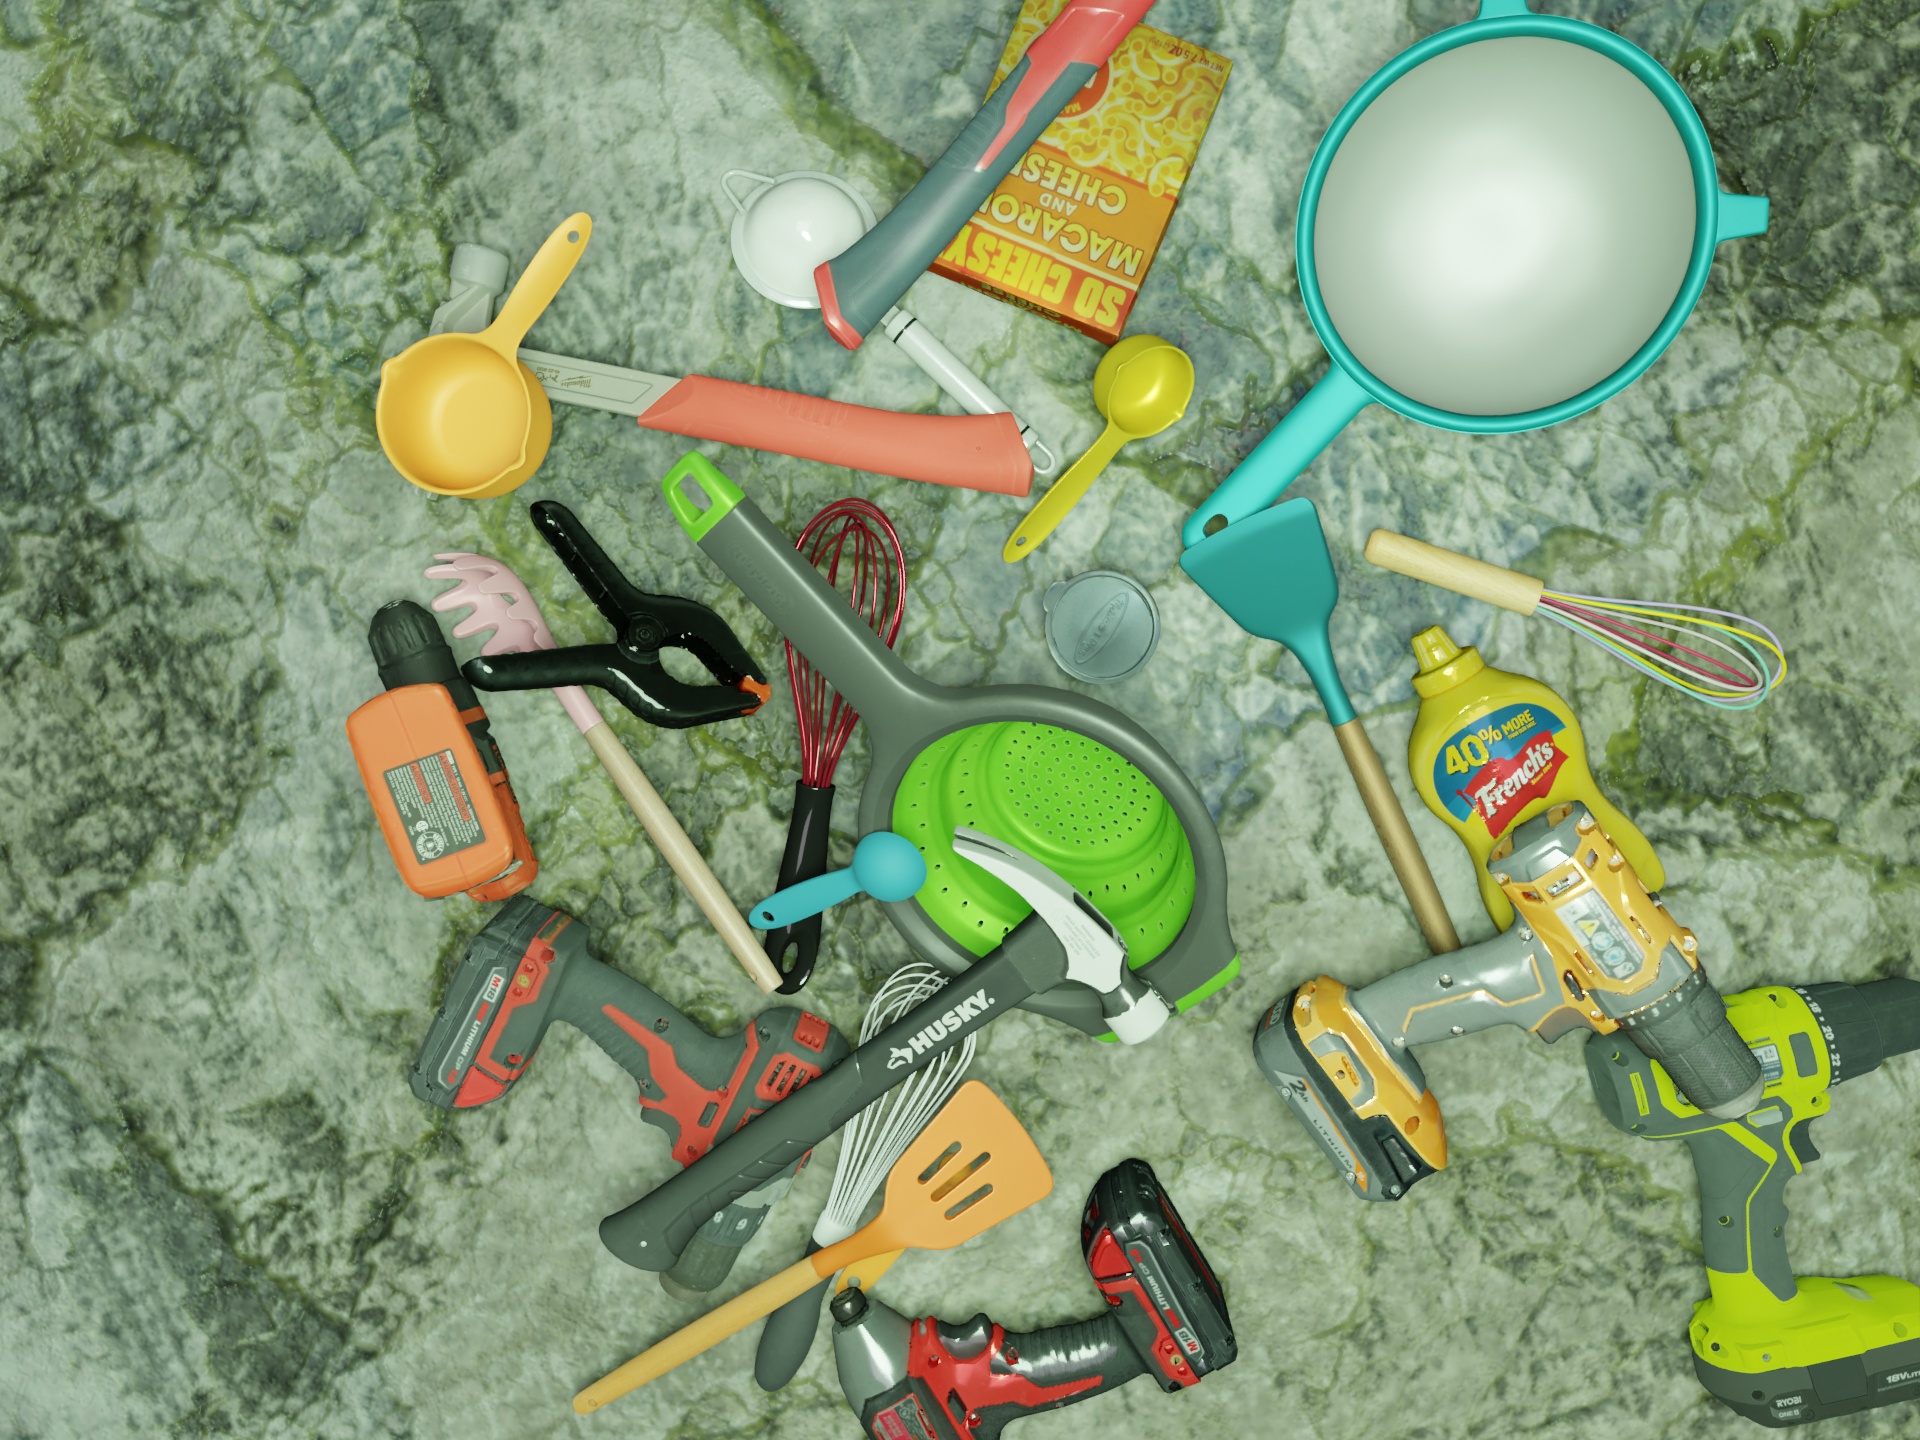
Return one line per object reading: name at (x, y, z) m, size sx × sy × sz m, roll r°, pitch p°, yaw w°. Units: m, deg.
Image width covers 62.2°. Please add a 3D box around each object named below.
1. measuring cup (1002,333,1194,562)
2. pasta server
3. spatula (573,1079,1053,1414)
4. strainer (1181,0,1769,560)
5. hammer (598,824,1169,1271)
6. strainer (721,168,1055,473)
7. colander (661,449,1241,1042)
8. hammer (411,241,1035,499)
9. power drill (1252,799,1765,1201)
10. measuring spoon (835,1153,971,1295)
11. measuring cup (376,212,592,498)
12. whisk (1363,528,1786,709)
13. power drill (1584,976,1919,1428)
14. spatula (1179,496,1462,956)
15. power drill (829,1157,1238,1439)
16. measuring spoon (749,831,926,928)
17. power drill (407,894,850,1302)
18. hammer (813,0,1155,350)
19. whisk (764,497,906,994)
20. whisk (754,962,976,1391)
measuring cup at (0.071, -0.157, 0.921) m, size 0.062 × 0.029 × 0.156 m, roll 26°, pitch 112°, yaw -43°
pasta server at (-0.203, 0.030, 0.923) m, size 0.040 × 0.060 × 0.316 m, roll -34°, pitch 88°, yaw -39°
spatula at (-0.097, 0.319, 0.913) m, size 0.322 × 0.041 × 0.081 m, roll -34°, pitch 97°, yaw 15°
strainer at (0.251, -0.222, 0.892) m, size 0.211 × 0.095 × 0.340 m, roll 43°, pitch 110°, yaw 1°
hammer at (-0.064, 0.194, 0.859) m, size 0.335 × 0.035 × 0.146 m, roll -37°, pitch 100°, yaw 11°
strainer at (-0.039, -0.235, 0.918) m, size 0.258 × 0.050 × 0.087 m, roll 43°, pitch 79°, yaw -4°
colander at (-0.001, -0.003, 0.868) m, size 0.204 × 0.094 × 0.397 m, roll -36°, pitch 101°, yaw 33°
hammer at (-0.136, -0.168, 0.914) m, size 0.359 × 0.036 × 0.149 m, roll 12°, pitch 93°, yaw 5°
power drill at (0.301, 0.177, 0.874) m, size 0.226 × 0.084 × 0.185 m, roll -38°, pitch 88°, yaw 21°
measuring spoon at (-0.036, 0.307, 0.956) m, size 0.021 × 0.011 × 0.117 m, roll 42°, pitch 93°, yaw -1°
measuring cup at (-0.248, -0.201, 0.882) m, size 0.095 × 0.052 × 0.173 m, roll 35°, pitch 93°, yaw 4°
whisk at (0.350, -0.060, 0.914) m, size 0.245 × 0.047 × 0.051 m, roll 19°, pitch 81°, yaw 5°
power drill at (0.481, 0.264, 0.907) m, size 0.190 × 0.080 × 0.228 m, roll -14°, pitch 90°, yaw 3°
spatula at (0.230, 0.027, 0.919) m, size 0.082 × 0.044 × 0.317 m, roll -24°, pitch 94°, yaw 21°
power drill at (0.036, 0.355, 0.923) m, size 0.219 × 0.078 × 0.143 m, roll -30°, pitch 95°, yaw 5°
measuring spoon at (-0.074, 0.099, 0.885) m, size 0.128 × 0.021 × 0.042 m, roll -25°, pitch 107°, yaw 32°
power drill at (-0.197, 0.222, 0.926) m, size 0.226 × 0.080 × 0.188 m, roll 26°, pitch 101°, yaw -4°
hammer at (0.066, -0.348, 0.867) m, size 0.143 × 0.038 × 0.386 m, roll 40°, pitch 91°, yaw -1°
whisk at (-0.082, 0.018, 0.923) m, size 0.073 × 0.073 × 0.296 m, roll 9°, pitch 99°, yaw 1°
whisk at (-0.061, 0.272, 0.937) m, size 0.070 × 0.070 × 0.284 m, roll 23°, pitch 98°, yaw 0°
